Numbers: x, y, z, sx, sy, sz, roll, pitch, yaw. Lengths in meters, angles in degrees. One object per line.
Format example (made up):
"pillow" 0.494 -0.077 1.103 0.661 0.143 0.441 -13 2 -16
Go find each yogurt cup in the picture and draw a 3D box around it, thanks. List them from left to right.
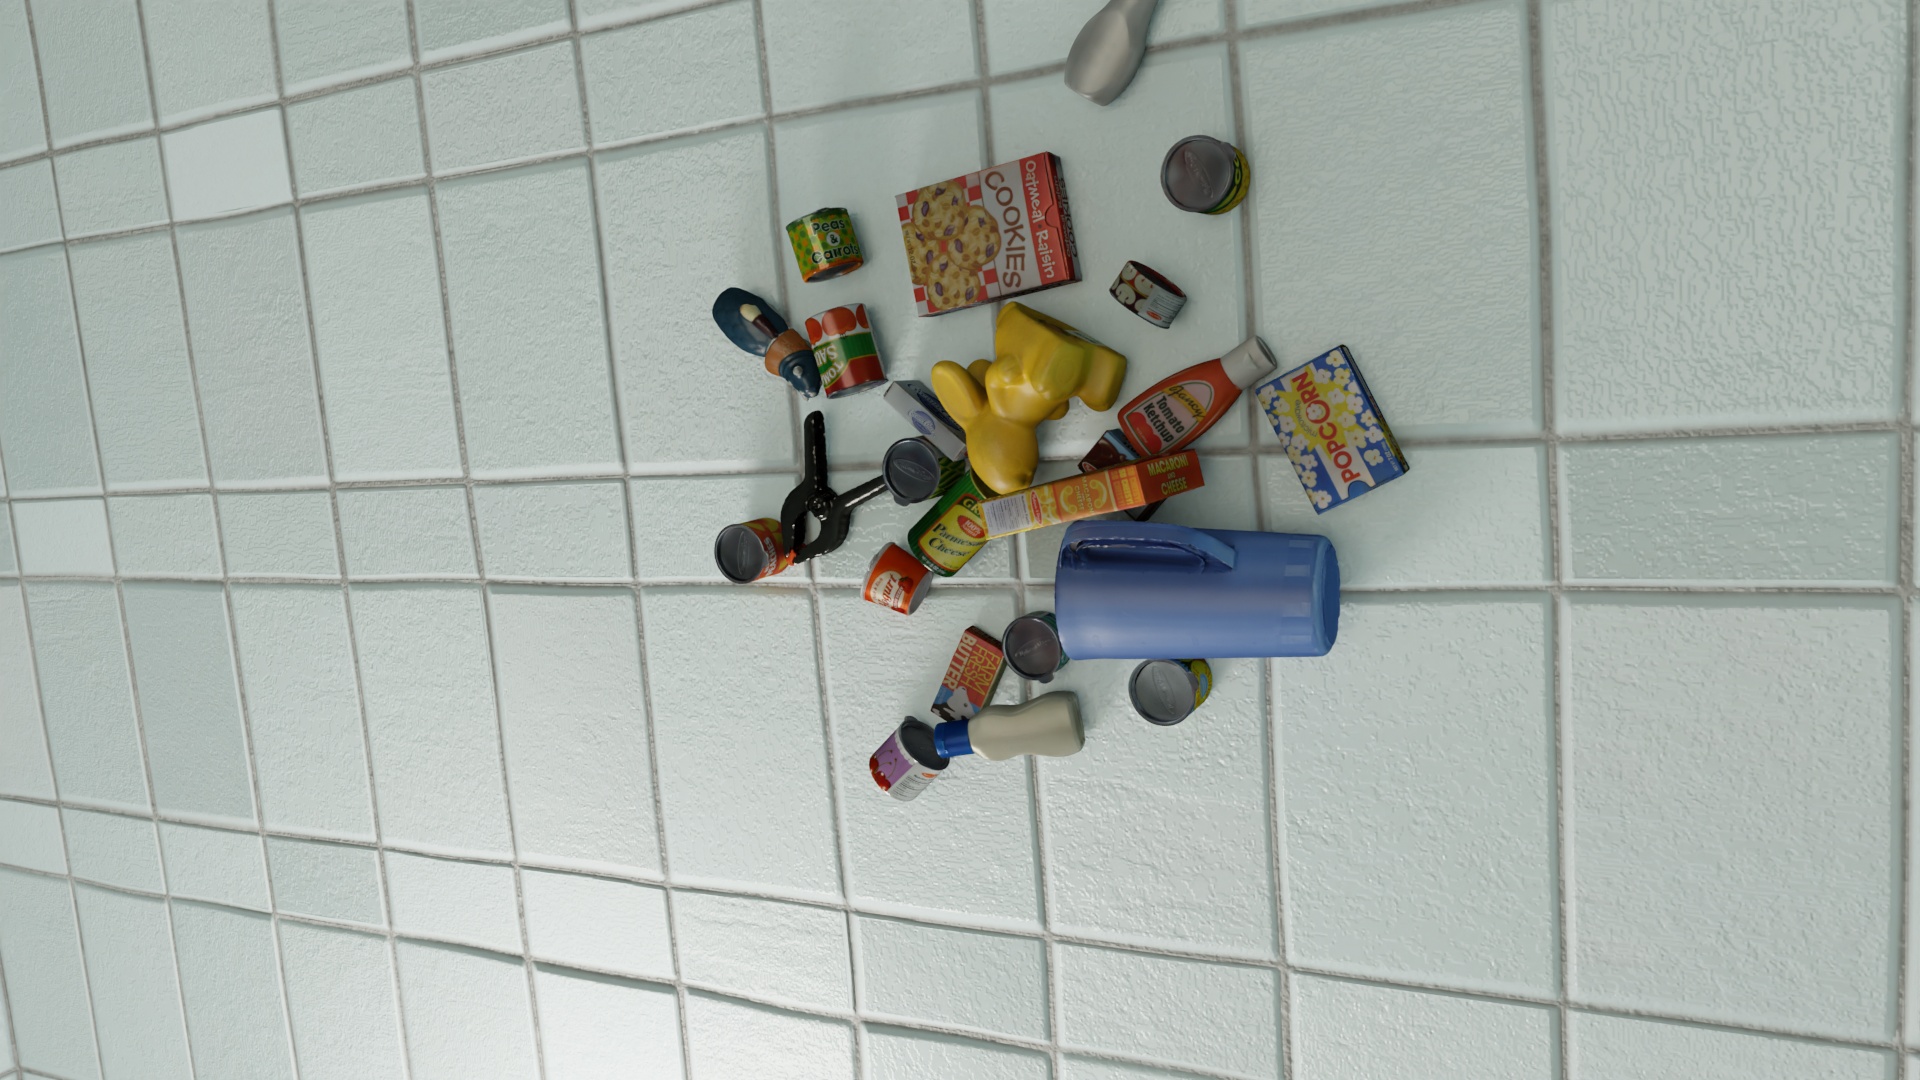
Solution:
"yogurt cup" -0.064 0.042 1.440 0.054 0.072 0.072 27 110 12

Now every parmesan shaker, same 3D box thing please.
"parmesan shaker" 0.005 -0.017 1.394 0.102 0.071 0.071 -45 78 26

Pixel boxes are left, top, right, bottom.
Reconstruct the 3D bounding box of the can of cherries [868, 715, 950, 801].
"can of cherries" -0.055 0.230 1.466 0.071 0.072 0.058 48 117 12

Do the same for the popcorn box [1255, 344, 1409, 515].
"popcorn box" 0.328 -0.098 1.229 0.085 0.038 0.126 -28 85 27

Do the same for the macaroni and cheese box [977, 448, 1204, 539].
"macaroni and cheese box" 0.118 -0.043 1.258 0.166 0.124 0.040 -13 92 35

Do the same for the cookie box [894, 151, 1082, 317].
"cookie box" 0.026 -0.294 1.350 0.167 0.040 0.123 -9 94 28

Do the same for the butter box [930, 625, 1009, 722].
"butter box" 0.012 0.145 1.439 0.053 0.024 0.103 29 111 20

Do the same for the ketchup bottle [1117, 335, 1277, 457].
"ketchup bottle" 0.219 -0.133 1.276 0.148 0.044 0.064 -34 88 27

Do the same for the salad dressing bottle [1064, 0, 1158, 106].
"salad dressing bottle" 0.149 -0.470 1.257 0.064 0.044 0.147 38 112 19

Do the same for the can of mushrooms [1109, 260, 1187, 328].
"can of mushrooms" 0.171 -0.227 1.273 0.071 0.071 0.033 40 114 16

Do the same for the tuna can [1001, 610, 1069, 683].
"tuna can" 0.079 0.107 1.393 0.071 0.033 0.071 5 101 27

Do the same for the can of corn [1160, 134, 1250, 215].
"can of corn" 0.221 -0.325 1.235 0.071 0.058 0.071 5 101 27

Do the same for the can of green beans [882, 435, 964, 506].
"can of green beans" -0.037 -0.074 1.409 0.071 0.058 0.071 5 101 26

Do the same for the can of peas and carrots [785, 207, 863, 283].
"can of peas and carrots" -0.137 -0.301 1.416 0.071 0.071 0.058 -17 91 28

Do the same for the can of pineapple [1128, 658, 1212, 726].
"can of pineapple" 0.202 0.137 1.321 0.071 0.058 0.071 5 101 26

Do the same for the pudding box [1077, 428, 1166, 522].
"pudding box" 0.160 -0.062 1.326 0.084 0.030 0.049 44 116 14

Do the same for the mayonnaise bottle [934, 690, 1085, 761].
"mayonnaise bottle" 0.048 0.192 1.403 0.148 0.041 0.064 -10 98 17

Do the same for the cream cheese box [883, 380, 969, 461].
"cream cheese box" -0.025 -0.121 1.397 0.104 0.053 0.024 42 113 15

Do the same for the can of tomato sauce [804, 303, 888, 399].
"can of tomato sauce" -0.119 -0.194 1.424 0.071 0.071 0.083 -17 90 28

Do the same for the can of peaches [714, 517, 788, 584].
"can of peaches" -0.224 0.011 1.519 0.071 0.058 0.071 4 100 26
